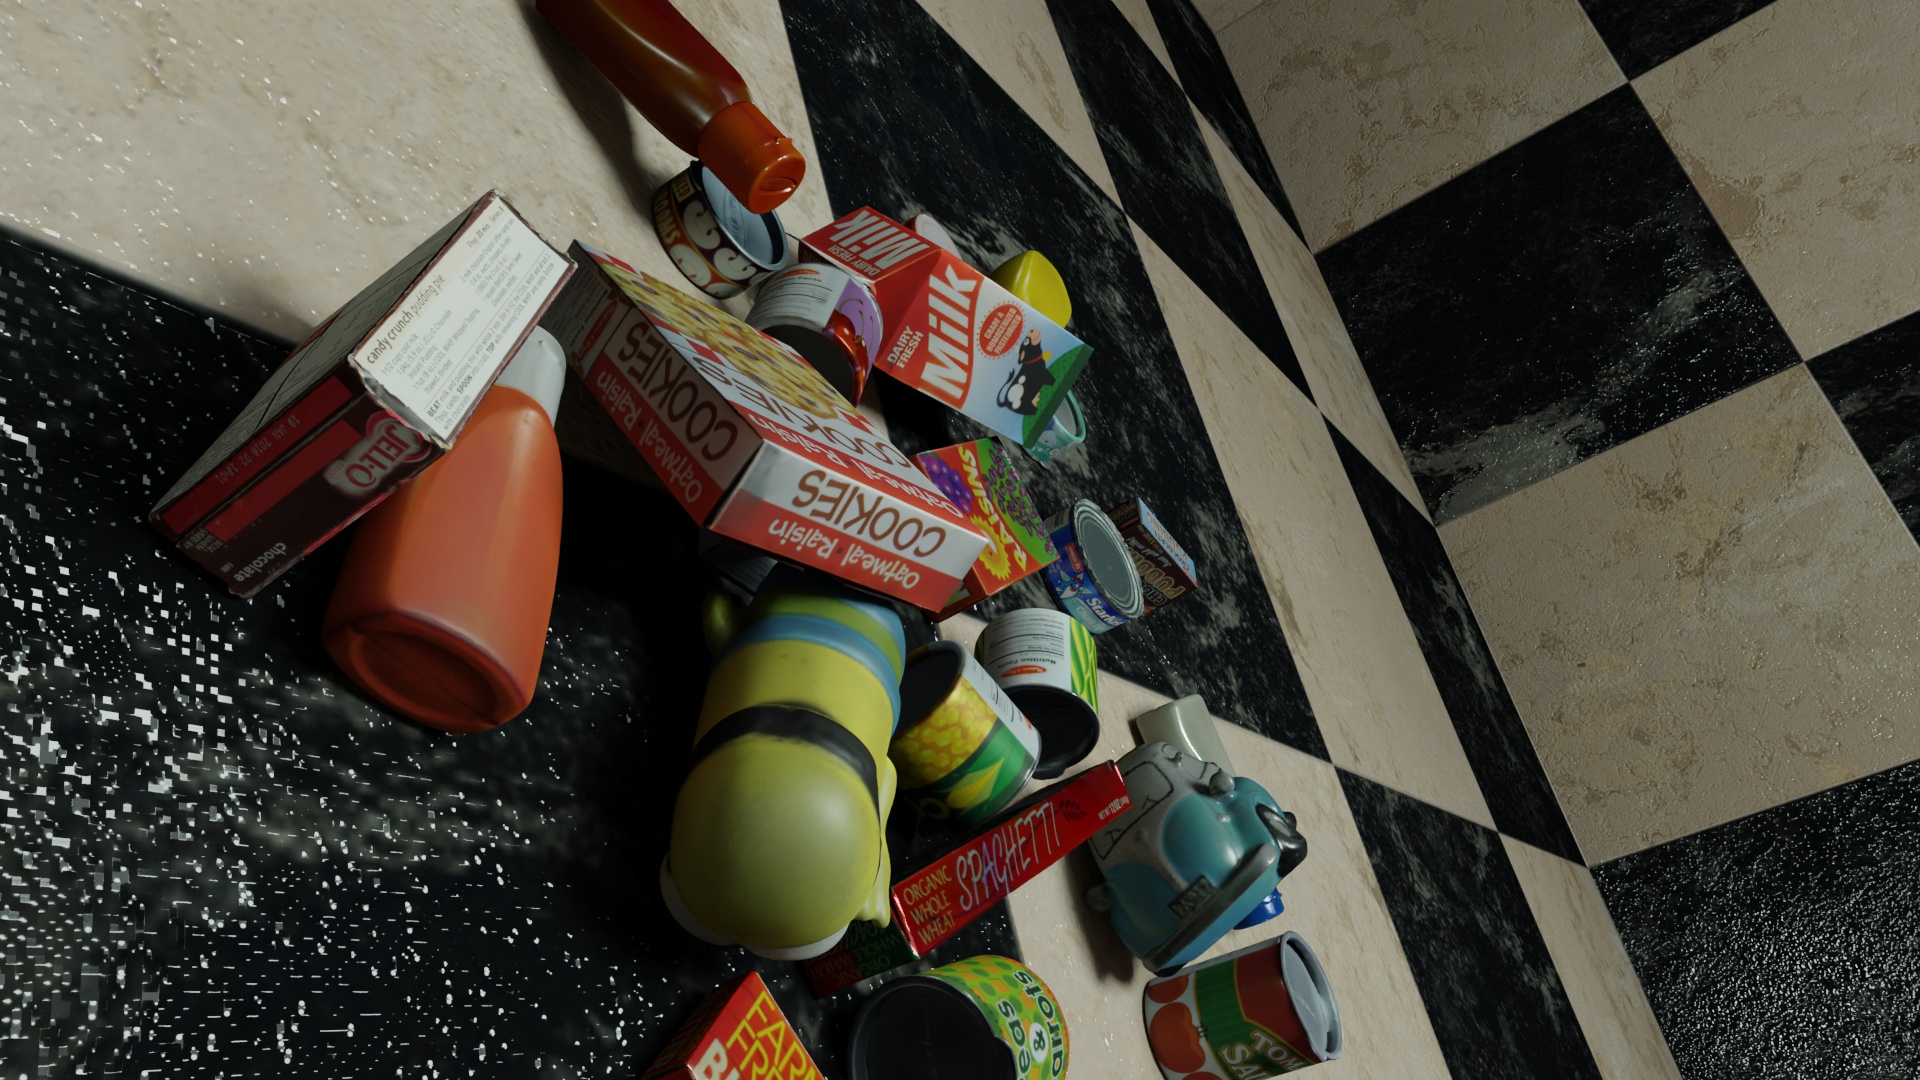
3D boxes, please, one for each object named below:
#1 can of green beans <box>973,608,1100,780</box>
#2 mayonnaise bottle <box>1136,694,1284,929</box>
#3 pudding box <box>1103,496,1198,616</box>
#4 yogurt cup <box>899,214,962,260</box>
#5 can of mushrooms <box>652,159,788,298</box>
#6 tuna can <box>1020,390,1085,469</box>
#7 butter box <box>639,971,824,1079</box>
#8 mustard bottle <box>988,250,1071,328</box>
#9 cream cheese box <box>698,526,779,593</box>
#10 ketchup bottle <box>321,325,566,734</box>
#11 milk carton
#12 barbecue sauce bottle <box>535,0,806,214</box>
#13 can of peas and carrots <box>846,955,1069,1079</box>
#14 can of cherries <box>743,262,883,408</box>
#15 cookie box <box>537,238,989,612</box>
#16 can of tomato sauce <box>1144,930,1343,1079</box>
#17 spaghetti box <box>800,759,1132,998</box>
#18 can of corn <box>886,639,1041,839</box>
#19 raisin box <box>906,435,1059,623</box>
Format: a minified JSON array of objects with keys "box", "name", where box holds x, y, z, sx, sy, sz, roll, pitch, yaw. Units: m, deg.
[{"box":[0.038,0.078,0.720,0.071,0.071,0.058,48,27,-30],"name":"can of green beans"},{"box":[0.163,0.175,0.900,0.065,0.041,0.148,0,66,-62],"name":"mayonnaise bottle"},{"box":[0.127,0.012,0.986,0.083,0.049,0.030,46,27,-35],"name":"pudding box"},{"box":[-0.032,-0.162,0.848,0.072,0.054,0.073,45,30,-35],"name":"yogurt cup"},{"box":[-0.120,-0.157,0.690,0.071,0.033,0.071,45,30,-35],"name":"can of mushrooms"},{"box":[0.059,-0.089,0.977,0.071,0.032,0.071,45,29,-33],"name":"tuna can"},{"box":[-0.059,0.198,0.449,0.103,0.024,0.053,59,23,-7],"name":"butter box"},{"box":[0.041,-0.160,0.998,0.065,0.048,0.161,55,26,-16],"name":"mustard bottle"},{"box":[-0.074,0.006,0.622,0.103,0.024,0.053,39,32,-41],"name":"cream cheese box"},{"box":[-0.157,-0.014,0.452,0.064,0.043,0.149,50,25,-40],"name":"ketchup bottle"},{"box":[-0.016,-0.123,0.775,0.072,0.073,0.190,37,9,40],"name":"milk carton"},{"box":[-0.134,-0.218,0.660,0.149,0.043,0.065,47,30,13],"name":"barbecue sauce bottle"},{"box":[0.002,0.192,0.520,0.059,0.071,0.071,14,52,-60],"name":"can of peas and carrots"},{"box":[-0.074,-0.090,0.674,0.071,0.071,0.059,51,27,-25],"name":"can of cherries"},{"box":[-0.081,-0.045,0.543,0.123,0.040,0.168,23,16,-48],"name":"cookie box"},{"box":[0.149,0.254,0.734,0.071,0.083,0.071,45,29,-34],"name":"can of tomato sauce"},{"box":[0.012,0.142,0.619,0.250,0.050,0.029,-7,70,-65],"name":"spaghetti box"},{"box":[-0.009,0.088,0.618,0.058,0.071,0.071,51,26,-22],"name":"can of corn"},{"box":[0.003,-0.010,0.775,0.086,0.040,0.124,64,23,2],"name":"raisin box"}]
